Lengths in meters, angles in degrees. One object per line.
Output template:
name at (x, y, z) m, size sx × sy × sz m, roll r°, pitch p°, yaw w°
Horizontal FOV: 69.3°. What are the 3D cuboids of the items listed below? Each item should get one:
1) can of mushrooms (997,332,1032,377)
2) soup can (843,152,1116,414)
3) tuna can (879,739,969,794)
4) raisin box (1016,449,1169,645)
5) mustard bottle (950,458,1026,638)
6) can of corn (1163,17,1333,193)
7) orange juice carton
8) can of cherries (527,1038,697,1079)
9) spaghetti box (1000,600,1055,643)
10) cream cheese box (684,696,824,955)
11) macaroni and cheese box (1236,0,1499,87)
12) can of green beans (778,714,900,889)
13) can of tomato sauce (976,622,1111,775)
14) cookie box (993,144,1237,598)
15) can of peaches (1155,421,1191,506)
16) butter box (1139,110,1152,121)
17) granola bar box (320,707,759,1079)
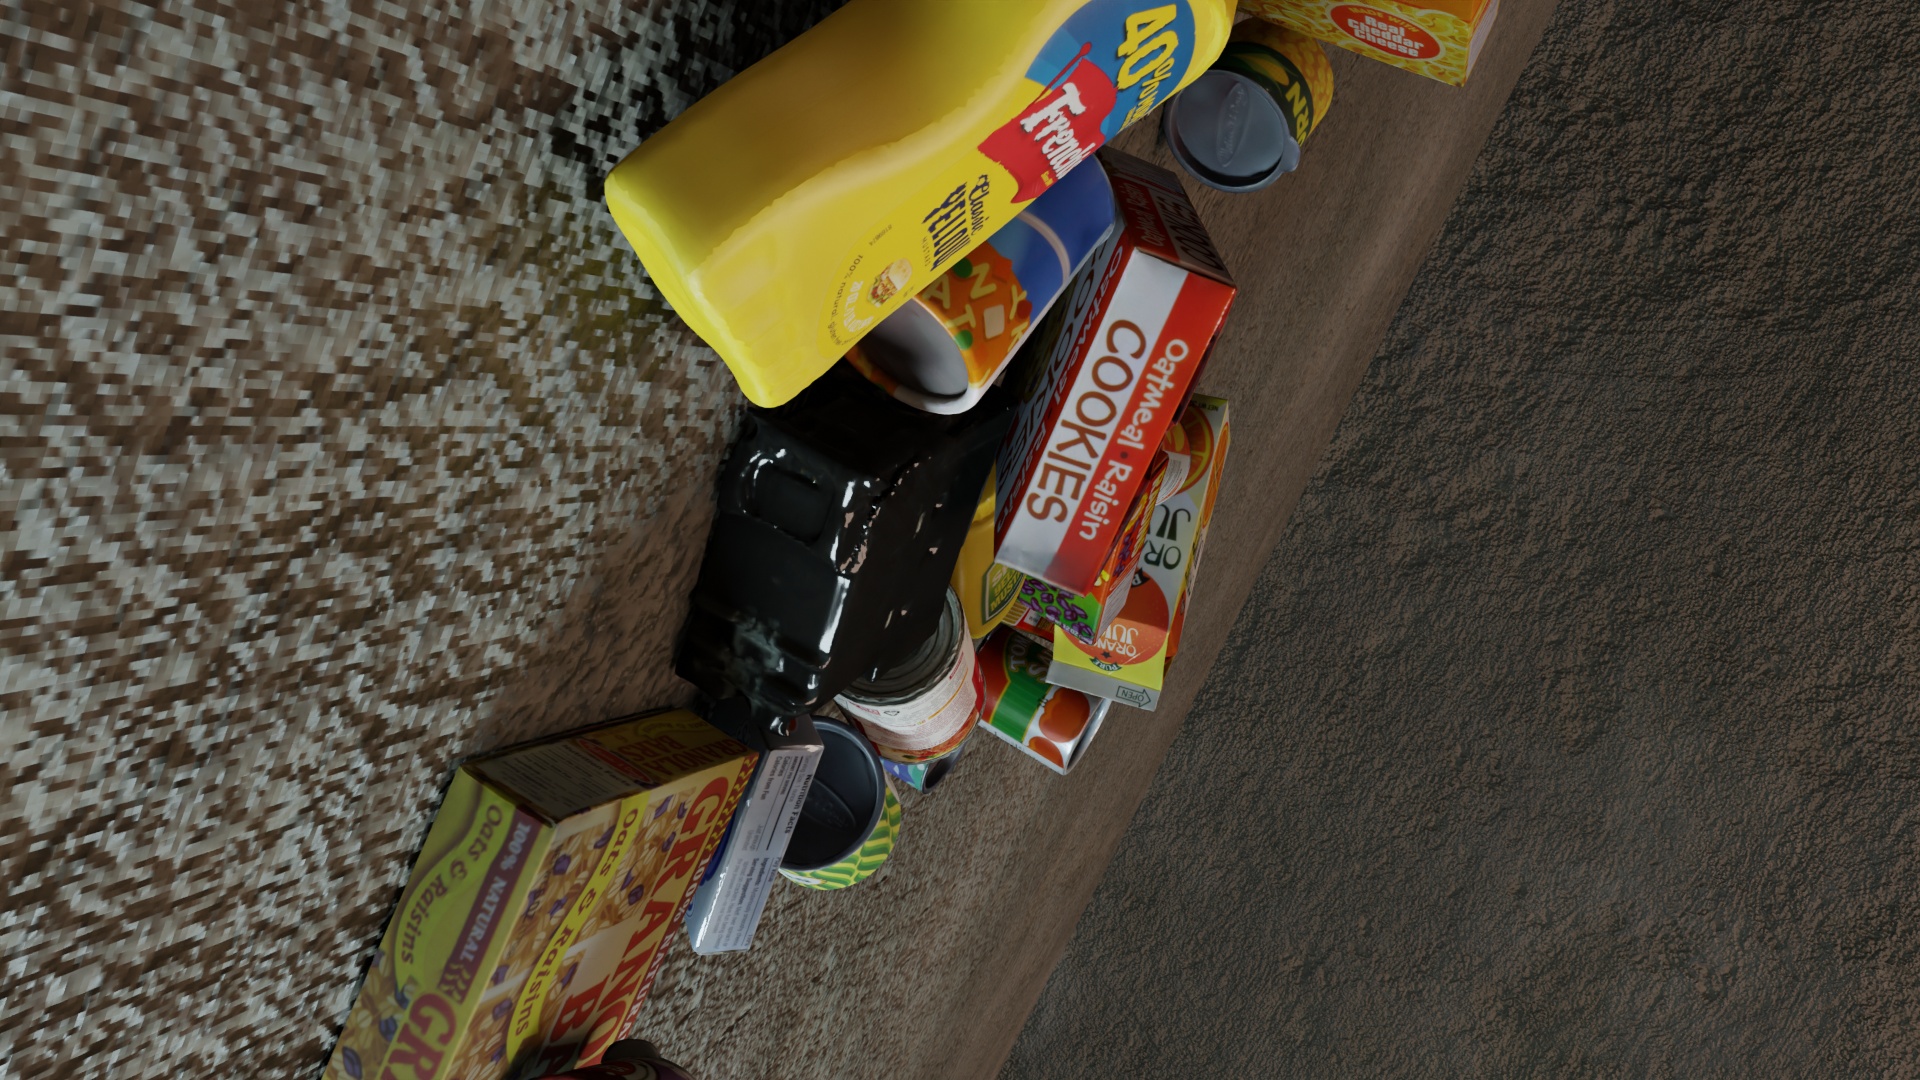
can of mushrooms at (0.010, -0.096, 0.531) m, size 0.071 × 0.033 × 0.070 m, roll -56°, pitch 164°, yaw -25°
soup can at (0.000, -0.094, 0.450) m, size 0.084 × 0.071 × 0.071 m, roll -53°, pitch 162°, yaw -24°
tuna can at (-0.017, 0.110, 0.798) m, size 0.071 × 0.033 × 0.070 m, roll -54°, pitch 162°, yaw -25°
raisin box at (0.049, -0.013, 0.697) m, size 0.040 × 0.086 × 0.122 m, roll -45°, pitch 158°, yaw -32°
mustard bottle at (0.002, -0.008, 0.628) m, size 0.065 × 0.049 × 0.159 m, roll -57°, pitch 164°, yaw -19°
can of corn at (0.145, -0.214, 0.683) m, size 0.058 × 0.071 × 0.070 m, roll -52°, pitch 162°, yaw -32°
orange juice carton at (0.111, 0.005, 0.864) m, size 0.073 × 0.072 × 0.193 m, roll 54°, pitch 51°, yaw -70°
can of cherries at (-0.115, 0.197, 0.438) m, size 0.071 × 0.071 × 0.058 m, roll -59°, pitch 162°, yaw -7°
spaghetti box at (0.050, 0.035, 0.887) m, size 0.050 × 0.029 × 0.250 m, roll -61°, pitch 164°, yaw -1°
cream cheese box at (-0.085, 0.104, 0.536) m, size 0.024 × 0.053 × 0.103 m, roll 7°, pitch 117°, yaw -30°
macaroni and cheese box at (0.158, -0.249, 0.569) m, size 0.040 × 0.124 × 0.166 m, roll -66°, pitch 164°, yaw 7°
can of green beans at (-0.062, 0.116, 0.607) m, size 0.071 × 0.071 × 0.057 m, roll -56°, pitch 164°, yaw -17°
can of tomato sauce at (0.048, 0.100, 0.893) m, size 0.071 × 0.083 × 0.071 m, roll -54°, pitch 163°, yaw -25°
cookie box at (0.053, -0.072, 0.535) m, size 0.168 × 0.040 × 0.122 m, roll -87°, pitch -162°, yaw -64°
can of peaches at (0.092, -0.052, 0.804) m, size 0.071 × 0.071 × 0.058 m, roll -65°, pitch 159°, yaw 11°
butter box at (0.072, -0.213, 0.544) m, size 0.053 × 0.024 × 0.103 m, roll -60°, pitch 164°, yaw -4°
granola bar box at (-0.141, 0.141, 0.453) m, size 0.165 × 0.039 × 0.124 m, roll -64°, pitch 163°, yaw 9°
